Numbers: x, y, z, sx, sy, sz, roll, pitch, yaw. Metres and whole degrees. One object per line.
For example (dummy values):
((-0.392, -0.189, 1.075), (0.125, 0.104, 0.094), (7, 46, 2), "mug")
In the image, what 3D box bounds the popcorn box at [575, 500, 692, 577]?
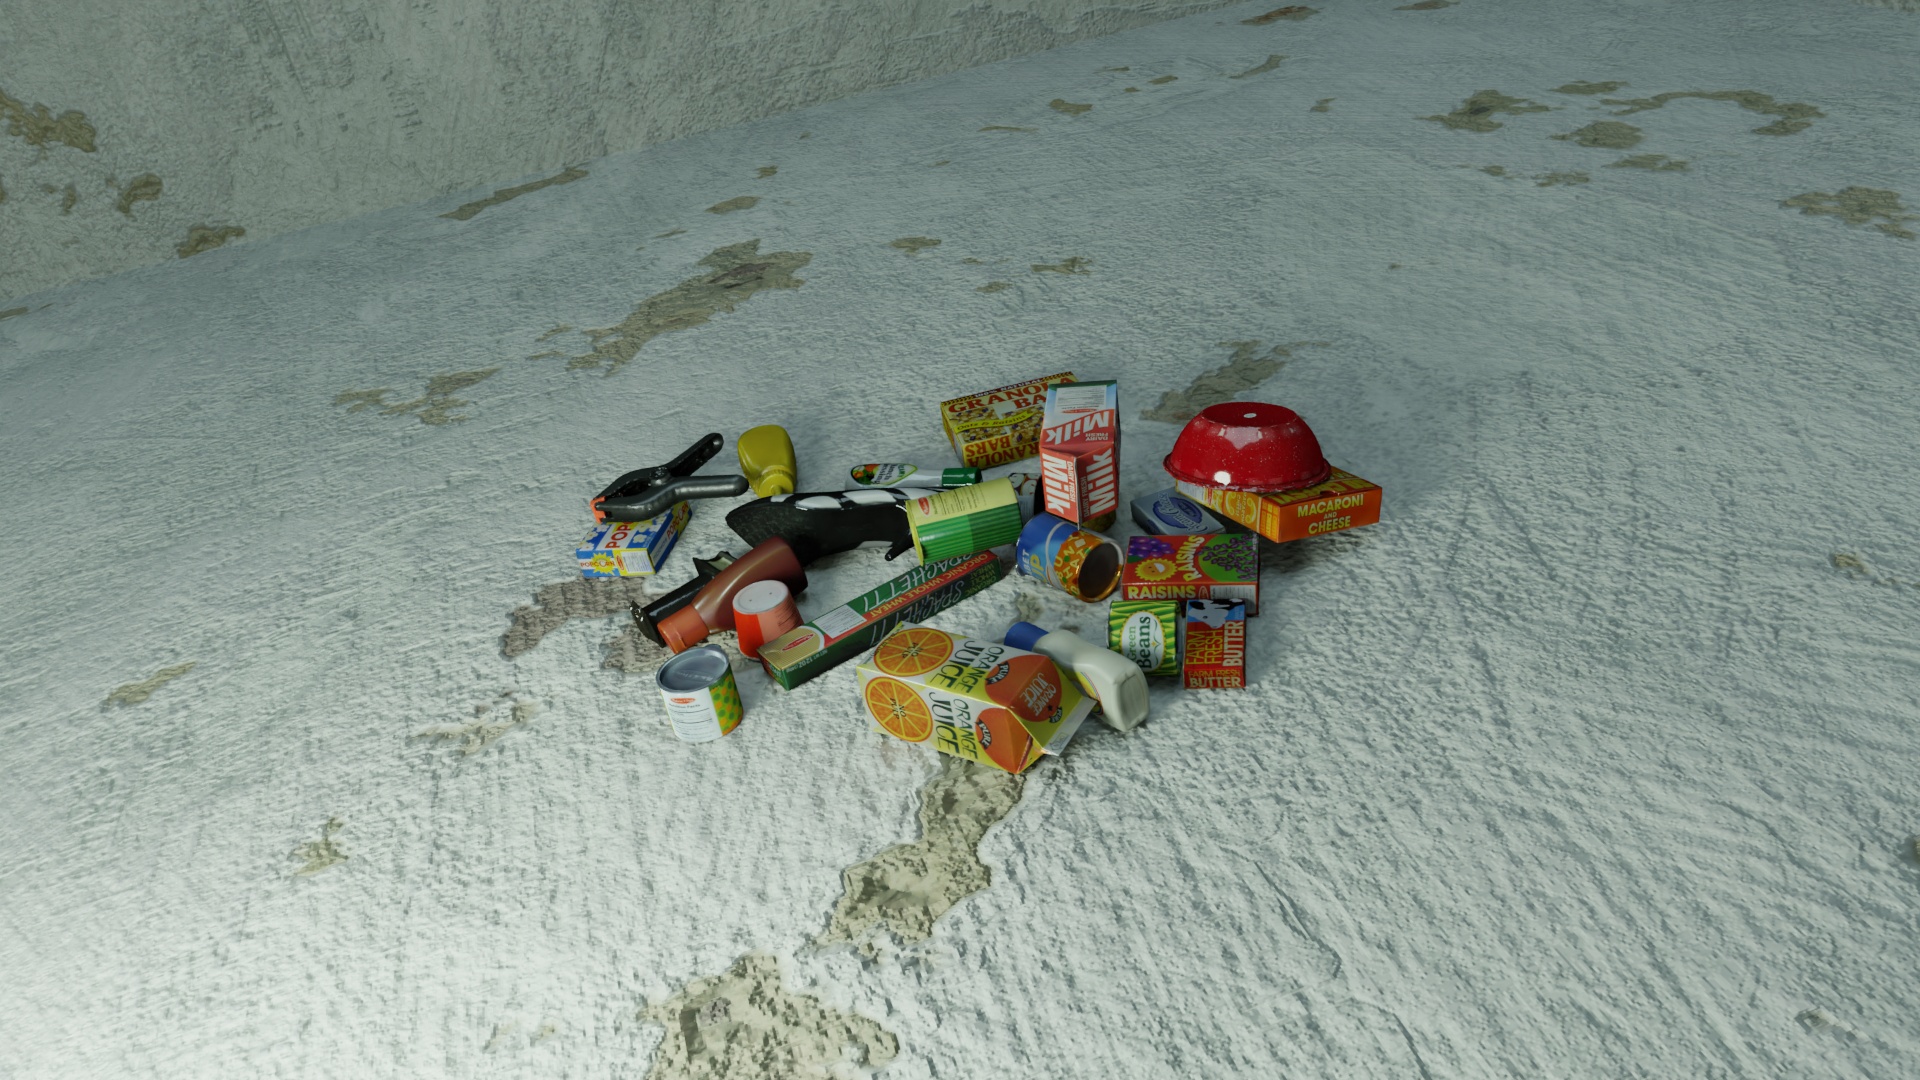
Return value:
((-0.359, -0.009, 1.532), (0.085, 0.038, 0.127), (-3, 32, 13), "popcorn box")

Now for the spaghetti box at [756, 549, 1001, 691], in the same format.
((-0.073, 0.068, 1.330), (0.251, 0.028, 0.050), (-27, 34, -24), "spaghetti box")

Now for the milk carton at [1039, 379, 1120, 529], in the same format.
((0.119, -0.087, 1.363), (0.073, 0.072, 0.191), (-3, 29, 9), "milk carton")

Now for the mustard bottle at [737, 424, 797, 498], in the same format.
((-0.218, -0.080, 1.595), (0.065, 0.048, 0.161), (-15, 32, -6), "mustard bottle")

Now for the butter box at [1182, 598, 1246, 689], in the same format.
((0.222, 0.089, 1.211), (0.053, 0.024, 0.104), (-3, 32, 14), "butter box")

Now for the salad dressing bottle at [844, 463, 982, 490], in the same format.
((-0.051, -0.060, 1.516), (0.147, 0.043, 0.064), (-1, 31, 15), "salad dressing bottle")

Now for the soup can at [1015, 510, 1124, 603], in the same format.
((0.103, 0.018, 1.325), (0.071, 0.071, 0.084), (-31, 37, -29), "soup can")

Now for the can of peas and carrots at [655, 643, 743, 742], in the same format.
((-0.231, 0.136, 1.240), (0.071, 0.058, 0.071), (-7, 31, 5), "can of peas and carrots")

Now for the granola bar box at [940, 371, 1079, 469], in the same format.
((0.069, -0.140, 1.613), (0.166, 0.039, 0.125), (-14, 31, -6), "granola bar box")

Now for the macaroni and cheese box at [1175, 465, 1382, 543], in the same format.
((0.308, -0.051, 1.358), (0.124, 0.040, 0.167), (-10, 23, -24), "macaroni and cheese box")

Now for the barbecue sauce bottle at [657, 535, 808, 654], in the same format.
((-0.225, 0.058, 1.365), (0.149, 0.064, 0.044), (-33, 37, -19), "barbecue sauce bottle")

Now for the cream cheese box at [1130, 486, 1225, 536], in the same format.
((0.217, -0.018, 1.385), (0.053, 0.024, 0.104), (-19, 32, -13), "cream cheese box")

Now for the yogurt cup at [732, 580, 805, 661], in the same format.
((-0.185, 0.075, 1.330), (0.072, 0.053, 0.073), (-8, 32, 5), "yogurt cup")

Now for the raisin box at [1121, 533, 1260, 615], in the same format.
((0.216, 0.032, 1.292), (0.123, 0.040, 0.086), (-1, 33, 14), "raisin box")

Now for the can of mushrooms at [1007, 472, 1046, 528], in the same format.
((0.068, -0.038, 1.423), (0.033, 0.070, 0.071), (2, 33, 19), "can of mushrooms")

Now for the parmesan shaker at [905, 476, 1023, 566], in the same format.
((0.005, -0.017, 1.352), (0.103, 0.071, 0.071), (-13, 31, -6), "parmesan shaker")

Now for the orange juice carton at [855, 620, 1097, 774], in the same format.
((0.014, 0.133, 1.158), (0.193, 0.072, 0.072), (12, 37, 31), "orange juice carton")

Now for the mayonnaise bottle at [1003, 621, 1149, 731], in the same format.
((0.096, 0.109, 1.185), (0.041, 0.064, 0.148), (-33, 34, -26), "mayonnaise bottle")

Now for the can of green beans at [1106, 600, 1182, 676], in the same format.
((0.160, 0.084, 1.198), (0.058, 0.071, 0.071), (-1, 33, 15), "can of green beans")

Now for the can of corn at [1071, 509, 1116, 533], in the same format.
((0.125, -0.043, 1.422), (0.071, 0.058, 0.071), (-8, 31, 5), "can of corn")
